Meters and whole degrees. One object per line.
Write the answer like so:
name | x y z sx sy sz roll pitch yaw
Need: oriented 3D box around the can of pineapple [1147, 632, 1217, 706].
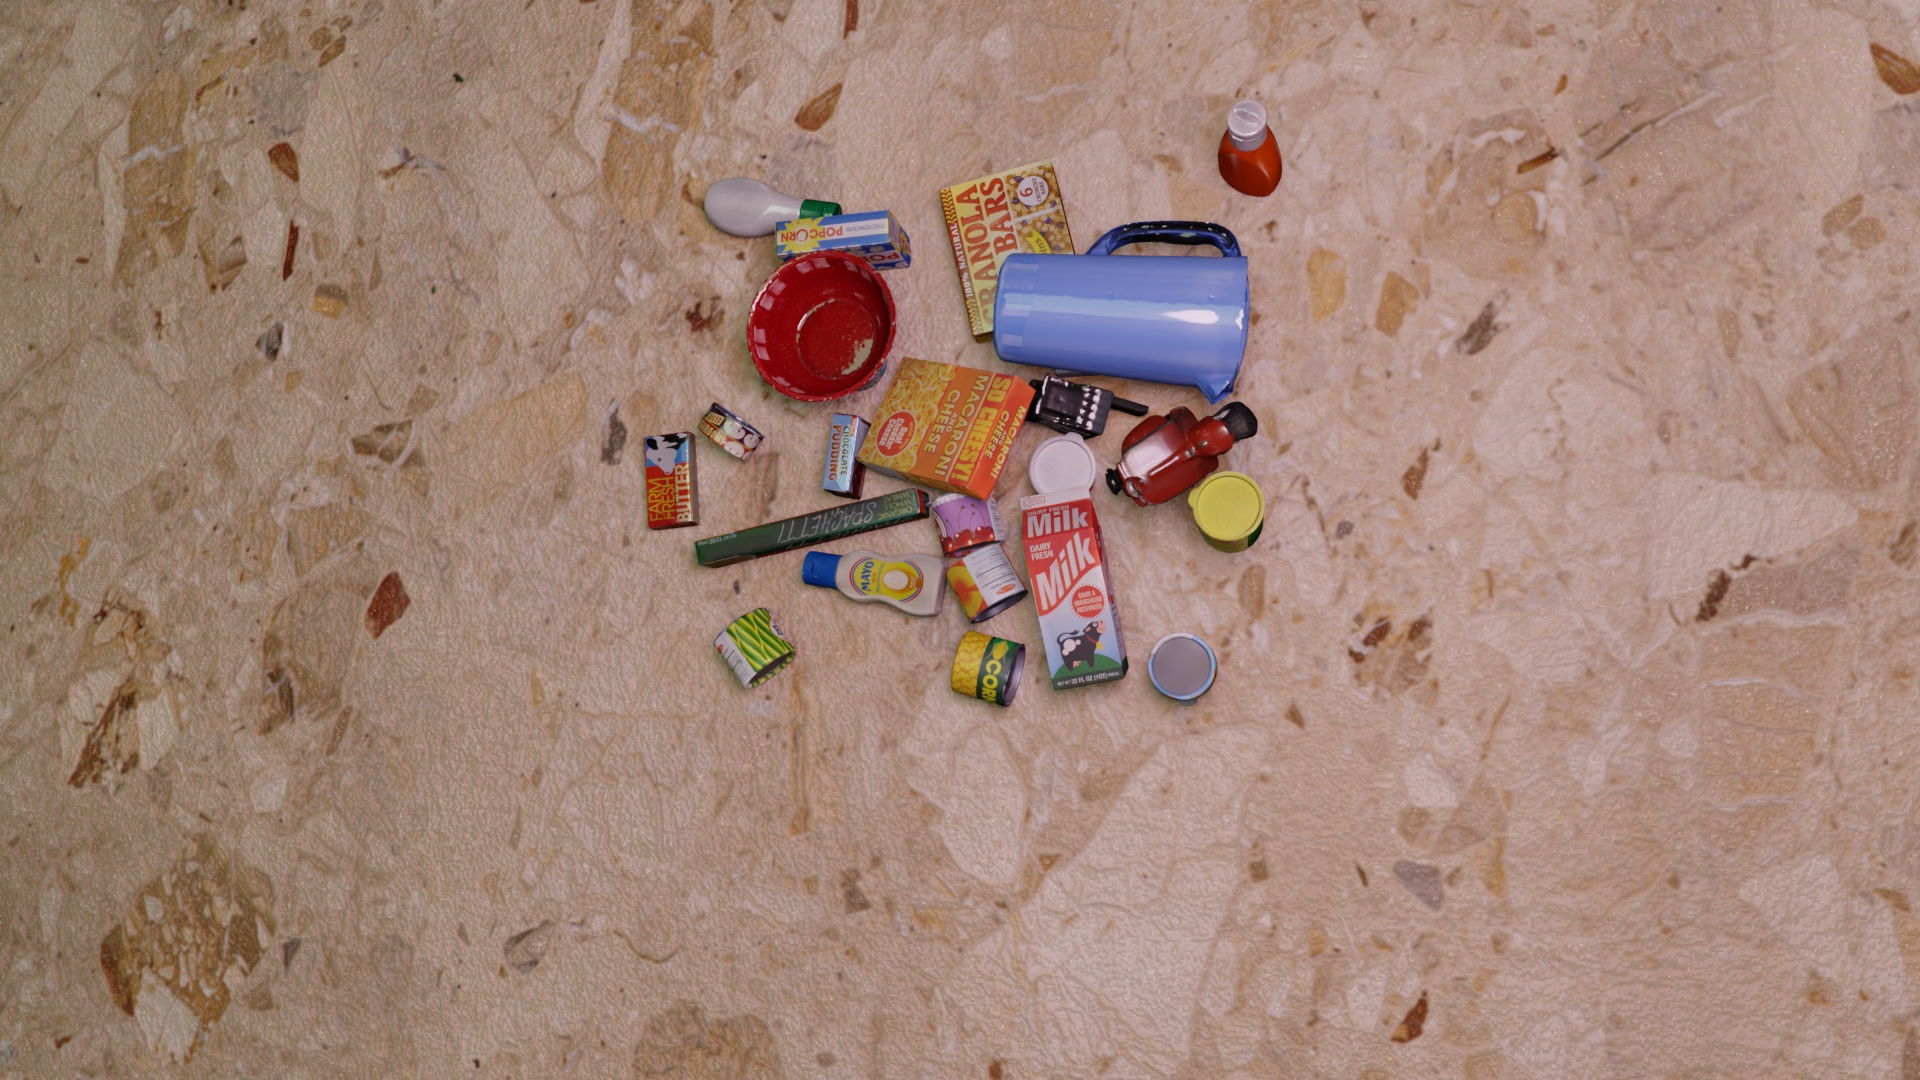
can of pineapple | 0.219 0.125 1.359 0.071 0.058 0.071 -1 83 12

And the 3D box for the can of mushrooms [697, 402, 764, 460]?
can of mushrooms | -0.247 -0.117 1.486 0.071 0.071 0.033 37 93 14

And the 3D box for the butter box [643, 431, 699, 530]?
butter box | -0.315 -0.065 1.517 0.053 0.024 0.103 -6 81 11

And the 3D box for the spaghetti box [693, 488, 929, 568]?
spaghetti box | -0.156 -0.012 1.463 0.250 0.050 0.029 -13 82 10

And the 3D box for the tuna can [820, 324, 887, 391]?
tuna can | -0.112 -0.193 1.486 0.071 0.033 0.071 -2 82 12

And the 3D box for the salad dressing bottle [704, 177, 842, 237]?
salad dressing bottle | -0.205 -0.361 1.525 0.148 0.044 0.064 10 83 12

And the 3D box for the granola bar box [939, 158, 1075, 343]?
granola bar box | 0.057 -0.304 1.462 0.124 0.039 0.165 -14 80 9

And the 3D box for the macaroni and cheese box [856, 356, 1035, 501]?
macaroni and cheese box | -0.016 -0.116 1.408 0.166 0.040 0.124 16 79 43

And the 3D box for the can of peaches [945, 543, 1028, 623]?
can of peaches | 0.025 0.044 1.410 0.071 0.071 0.058 -31 78 7

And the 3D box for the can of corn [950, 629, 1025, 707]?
can of corn | 0.027 0.129 1.394 0.058 0.071 0.071 14 86 15

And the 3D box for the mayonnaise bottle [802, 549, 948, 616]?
mayonnaise bottle | -0.090 0.039 1.446 0.148 0.041 0.065 8 86 13

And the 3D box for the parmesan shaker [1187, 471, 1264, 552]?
parmesan shaker | 0.259 -0.027 1.348 0.071 0.103 0.071 -1 83 12

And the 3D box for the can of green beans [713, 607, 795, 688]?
can of green beans | -0.214 0.113 1.450 0.071 0.071 0.058 -39 77 5

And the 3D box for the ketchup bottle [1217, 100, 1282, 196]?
ketchup bottle | 0.284 -0.386 1.368 0.065 0.149 0.043 30 91 14

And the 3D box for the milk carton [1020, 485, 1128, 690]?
milk carton | 0.111 0.045 1.371 0.072 0.073 0.190 -11 90 11

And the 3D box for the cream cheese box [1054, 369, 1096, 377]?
cream cheese box | 0.149 -0.198 1.435 0.104 0.024 0.053 -2 81 12

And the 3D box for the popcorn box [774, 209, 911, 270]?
popcorn box | -0.124 -0.315 1.479 0.127 0.085 0.038 -3 83 11

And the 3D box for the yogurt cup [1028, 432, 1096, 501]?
yogurt cup | 0.107 -0.069 1.412 0.072 0.054 0.072 -2 82 12

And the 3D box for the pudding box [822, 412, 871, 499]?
pudding box | -0.119 -0.088 1.465 0.030 0.049 0.084 7 84 15

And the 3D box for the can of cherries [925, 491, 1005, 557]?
can of cherries | 0.005 -0.018 1.421 0.071 0.071 0.058 -16 81 10
